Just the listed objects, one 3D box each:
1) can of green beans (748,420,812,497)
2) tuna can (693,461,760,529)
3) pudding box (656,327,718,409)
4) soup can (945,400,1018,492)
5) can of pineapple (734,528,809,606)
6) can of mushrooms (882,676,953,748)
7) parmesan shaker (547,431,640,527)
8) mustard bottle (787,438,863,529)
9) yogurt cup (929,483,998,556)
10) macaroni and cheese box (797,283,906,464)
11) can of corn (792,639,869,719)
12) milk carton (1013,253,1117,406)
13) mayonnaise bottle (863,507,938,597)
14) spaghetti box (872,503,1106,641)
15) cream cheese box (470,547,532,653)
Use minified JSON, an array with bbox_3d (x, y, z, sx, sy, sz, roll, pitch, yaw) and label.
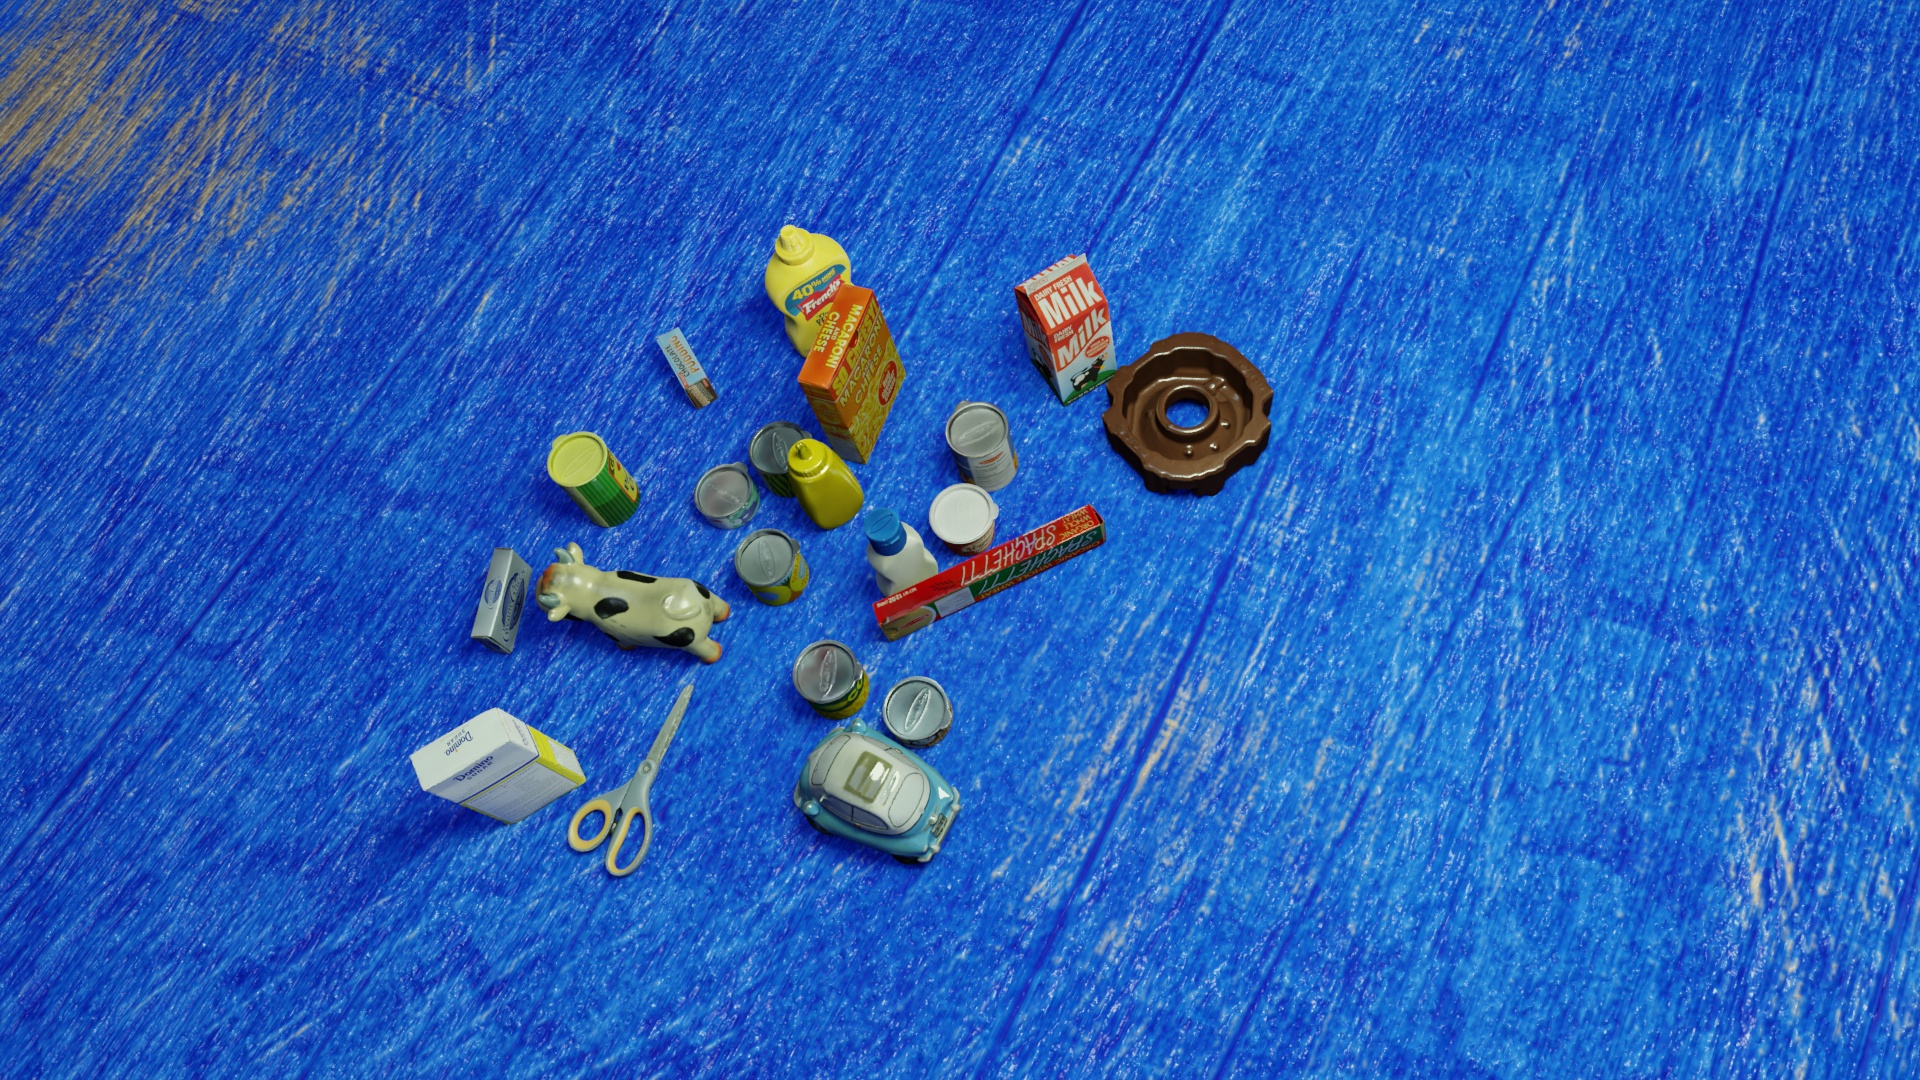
[{"bbox_3d":[-0.191,-0.088,1.512,0.071,0.057,0.071,-4,65,8],"label":"can of green beans"},{"bbox_3d":[-0.253,-0.049,1.519,0.071,0.032,0.071,-4,65,8],"label":"tuna can"},{"bbox_3d":[-0.313,-0.197,1.589,0.030,0.049,0.084,-30,64,-4],"label":"pudding box"},{"bbox_3d":[0.023,-0.100,1.465,0.071,0.083,0.071,-4,65,8],"label":"soup can"},{"bbox_3d":[-0.195,0.029,1.458,0.071,0.057,0.071,-4,65,8],"label":"can of pineapple"},{"bbox_3d":[-0.040,0.172,1.376,0.071,0.033,0.071,-4,65,8],"label":"can of mushrooms"},{"bbox_3d":[-0.399,-0.067,1.513,0.071,0.102,0.071,-4,65,8],"label":"parmesan shaker"},{"bbox_3d":[-0.146,-0.067,1.437,0.065,0.159,0.049,-36,65,-7],"label":"mustard bottle"},{"bbox_3d":[0.005,-0.018,1.446,0.072,0.053,0.072,-4,65,8],"label":"yogurt cup"},{"bbox_3d":[-0.112,-0.175,1.478,0.040,0.166,0.124,15,69,17],"label":"macaroni and cheese box"},{"bbox_3d":[-0.126,0.141,1.393,0.071,0.058,0.071,-4,65,8],"label":"can of corn"},{"bbox_3d":[0.109,-0.228,1.450,0.072,0.190,0.073,-31,64,-5],"label":"milk carton"},{"bbox_3d":[-0.064,0.013,1.391,0.065,0.147,0.041,-40,65,-9],"label":"mayonnaise bottle"},{"bbox_3d":[0.031,0.033,1.420,0.250,0.050,0.029,-25,64,-2],"label":"spaghetti box"},{"bbox_3d":[-0.493,0.065,1.495,0.024,0.053,0.104,2,66,11],"label":"cream cheese box"}]
